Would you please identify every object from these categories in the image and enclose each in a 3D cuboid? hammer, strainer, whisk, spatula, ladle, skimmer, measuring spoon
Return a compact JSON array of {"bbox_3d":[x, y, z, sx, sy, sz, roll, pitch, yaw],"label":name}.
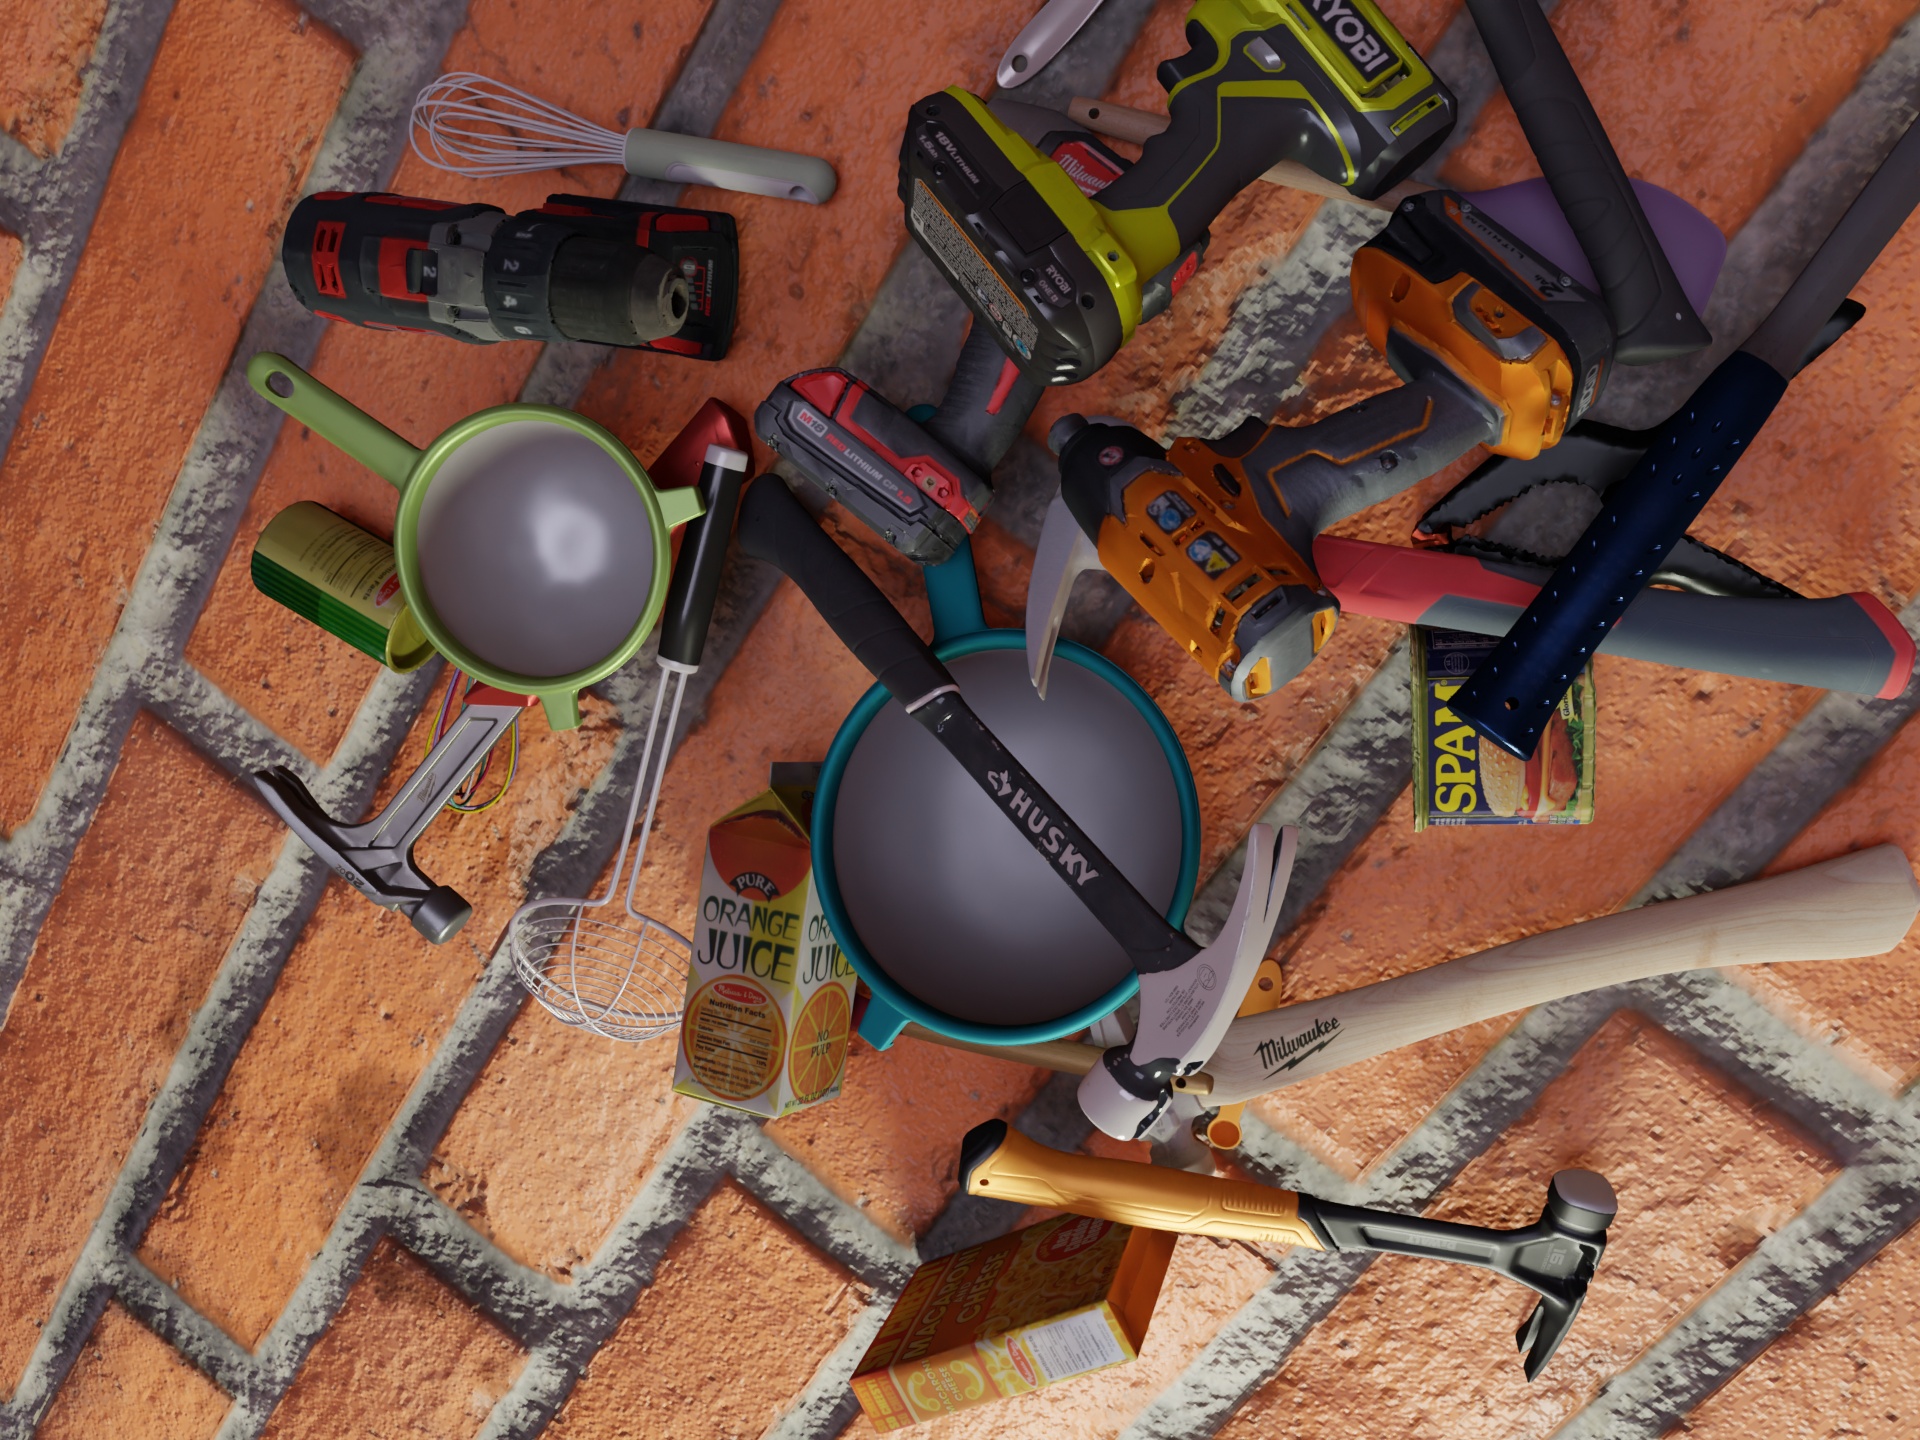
[{"bbox_3d":[-0.001,-0.002,0.762,0.409,0.036,0.149,48,117,36],"label":"hammer"},{"bbox_3d":[0.341,-0.162,0.674,0.144,0.035,0.405,36,95,6],"label":"hammer"},{"bbox_3d":[0.022,0.000,0.856,0.211,0.095,0.340,-15,78,21],"label":"strainer"},{"bbox_3d":[0.266,0.130,0.824,0.410,0.038,0.146,-20,92,19],"label":"hammer"},{"bbox_3d":[-0.261,-0.121,0.850,0.256,0.069,0.151,34,103,4],"label":"strainer"},{"bbox_3d":[0.164,0.269,0.850,0.337,0.034,0.127,10,116,2],"label":"hammer"},{"bbox_3d":[-0.184,-0.308,0.857,0.246,0.057,0.059,13,77,10],"label":"whisk"},{"bbox_3d":[-0.249,-0.044,0.912,0.149,0.037,0.359,42,101,1],"label":"hammer"},{"bbox_3d":[0.223,-0.046,0.738,0.386,0.038,0.143,12,76,16],"label":"hammer"},{"bbox_3d":[-0.287,-0.059,0.954,0.047,0.051,0.245,16,105,19],"label":"whisk"},{"bbox_3d":[0.202,-0.256,0.761,0.316,0.018,0.059,19,103,11],"label":"spatula"},{"bbox_3d":[0.244,-0.305,0.694,0.146,0.035,0.334,-35,100,-21],"label":"hammer"},{"bbox_3d":[-0.008,0.176,0.906,0.315,0.031,0.069,6,98,26],"label":"ladle"},{"bbox_3d":[-0.171,0.020,0.910,0.127,0.090,0.363,15,101,-1],"label":"skimmer"},{"bbox_3d":[0.161,0.187,0.892,0.021,0.011,0.117,16,104,14],"label":"measuring spoon"},{"bbox_3d":[0.064,-0.359,0.784,0.124,0.018,0.034,-38,95,29],"label":"measuring spoon"}]

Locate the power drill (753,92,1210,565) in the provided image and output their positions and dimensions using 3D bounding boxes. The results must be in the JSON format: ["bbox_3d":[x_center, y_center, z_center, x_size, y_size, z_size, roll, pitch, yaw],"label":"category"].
[{"bbox_3d":[0.004,-0.197,0.787,0.143,0.078,0.219,39,93,4],"label":"power drill"}]

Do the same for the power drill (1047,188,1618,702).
[{"bbox_3d":[0.157,-0.134,0.718,0.226,0.084,0.164,-39,64,-5],"label":"power drill"}]

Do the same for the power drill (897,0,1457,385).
[{"bbox_3d":[0.088,-0.271,0.718,0.223,0.080,0.171,-37,85,-8],"label":"power drill"}]

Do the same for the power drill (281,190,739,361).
[{"bbox_3d":[-0.186,-0.217,0.781,0.188,0.227,0.080,11,107,15],"label":"power drill"}]
